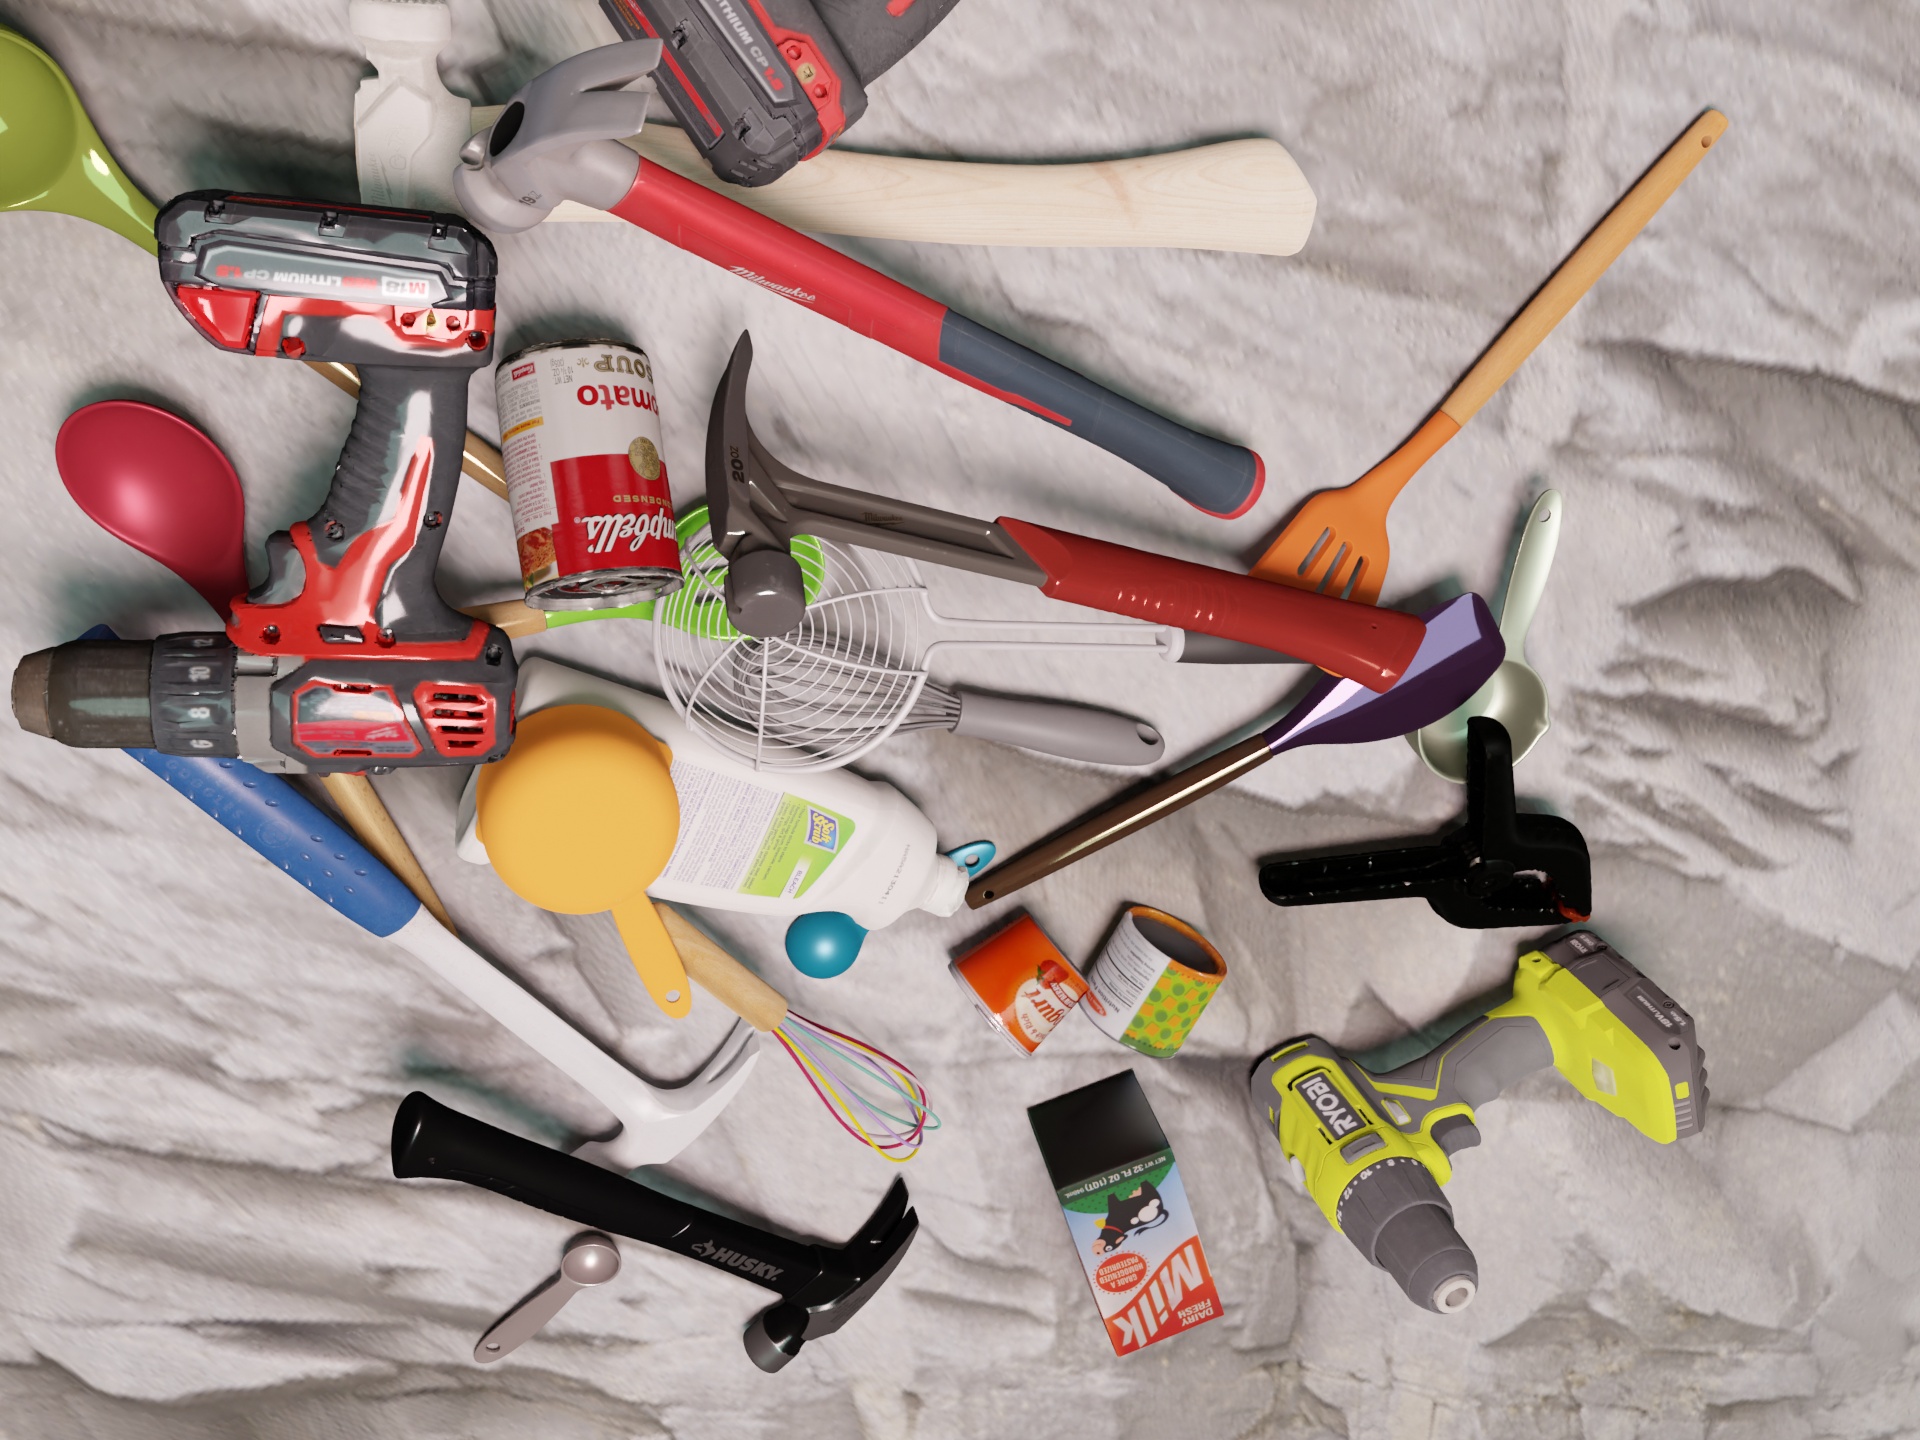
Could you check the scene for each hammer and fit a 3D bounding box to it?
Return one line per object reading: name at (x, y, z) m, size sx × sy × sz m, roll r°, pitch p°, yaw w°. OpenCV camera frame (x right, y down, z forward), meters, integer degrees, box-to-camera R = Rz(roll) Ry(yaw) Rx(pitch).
hammer at (-0.043, -0.219, 0.691) m, size 0.410 × 0.038 × 0.146 m, roll -1°, pitch 117°, yaw -13°
hammer at (-0.164, 0.268, 0.867) m, size 0.146 × 0.035 × 0.334 m, roll -43°, pitch 130°, yaw 11°
hammer at (0.060, -0.074, 0.725) m, size 0.359 × 0.149 × 0.036 m, roll 10°, pitch 141°, yaw -25°
hammer at (-0.262, 0.100, 0.779) m, size 0.144 × 0.035 × 0.405 m, roll -37°, pitch 122°, yaw 6°
hammer at (0.000, -0.160, 0.655) m, size 0.386 × 0.143 × 0.038 m, roll 17°, pitch 83°, yaw -36°

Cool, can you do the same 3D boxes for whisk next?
whisk at (-0.086, 0.169, 0.841) m, size 0.244 × 0.051 × 0.047 m, roll 47°, pitch 65°, yaw -37°
whisk at (-0.001, -0.002, 0.805) m, size 0.238 × 0.055 × 0.055 m, roll 9°, pitch 113°, yaw -21°

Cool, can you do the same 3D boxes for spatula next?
spatula at (0.264, -0.166, 0.788) m, size 0.081 × 0.041 × 0.322 m, roll 36°, pitch 102°, yaw -21°
spatula at (0.142, 0.027, 0.848) m, size 0.316 × 0.018 × 0.059 m, roll -28°, pitch 109°, yaw 9°

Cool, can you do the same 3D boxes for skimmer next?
skimmer at (0.036, -0.040, 0.778) m, size 0.363 × 0.090 × 0.127 m, roll -1°, pitch 89°, yaw -31°

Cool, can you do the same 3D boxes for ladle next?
ladle at (-0.308, -0.009, 0.739) m, size 0.069 × 0.031 × 0.315 m, roll -16°, pitch 121°, yaw 7°
ladle at (-0.284, -0.162, 0.652) m, size 0.319 × 0.062 × 0.078 m, roll 36°, pitch 107°, yaw -29°

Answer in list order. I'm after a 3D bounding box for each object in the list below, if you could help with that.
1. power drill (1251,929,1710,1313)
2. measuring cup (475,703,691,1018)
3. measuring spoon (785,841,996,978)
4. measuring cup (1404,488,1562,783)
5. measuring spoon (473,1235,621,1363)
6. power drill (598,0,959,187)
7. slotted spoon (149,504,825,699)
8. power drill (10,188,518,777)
power drill at (0.304, 0.227, 0.912) m, size 0.228 × 0.191 × 0.080 m, roll -24°, pitch 119°, yaw -6°
measuring cup at (-0.155, 0.078, 0.723) m, size 0.095 × 0.052 × 0.173 m, roll -24°, pitch 115°, yaw -10°
measuring spoon at (-0.035, 0.103, 0.861) m, size 0.128 × 0.021 × 0.042 m, roll -30°, pitch 119°, yaw 2°
measuring cup at (0.285, -0.048, 0.855) m, size 0.083 × 0.038 × 0.167 m, roll 4°, pitch 113°, yaw -15°
measuring spoon at (-0.246, 0.340, 0.937) m, size 0.124 × 0.018 × 0.034 m, roll -42°, pitch 118°, yaw 17°
power drill at (-0.030, -0.317, 0.605) m, size 0.219 × 0.079 × 0.143 m, roll -38°, pitch 109°, yaw -8°
slotted spoon at (-0.213, -0.045, 0.711) m, size 0.313 × 0.031 × 0.070 m, roll -14°, pitch 117°, yaw -20°
power drill at (-0.268, -0.085, 0.620) m, size 0.187 × 0.080 × 0.226 m, roll 0°, pitch 110°, yaw -18°
